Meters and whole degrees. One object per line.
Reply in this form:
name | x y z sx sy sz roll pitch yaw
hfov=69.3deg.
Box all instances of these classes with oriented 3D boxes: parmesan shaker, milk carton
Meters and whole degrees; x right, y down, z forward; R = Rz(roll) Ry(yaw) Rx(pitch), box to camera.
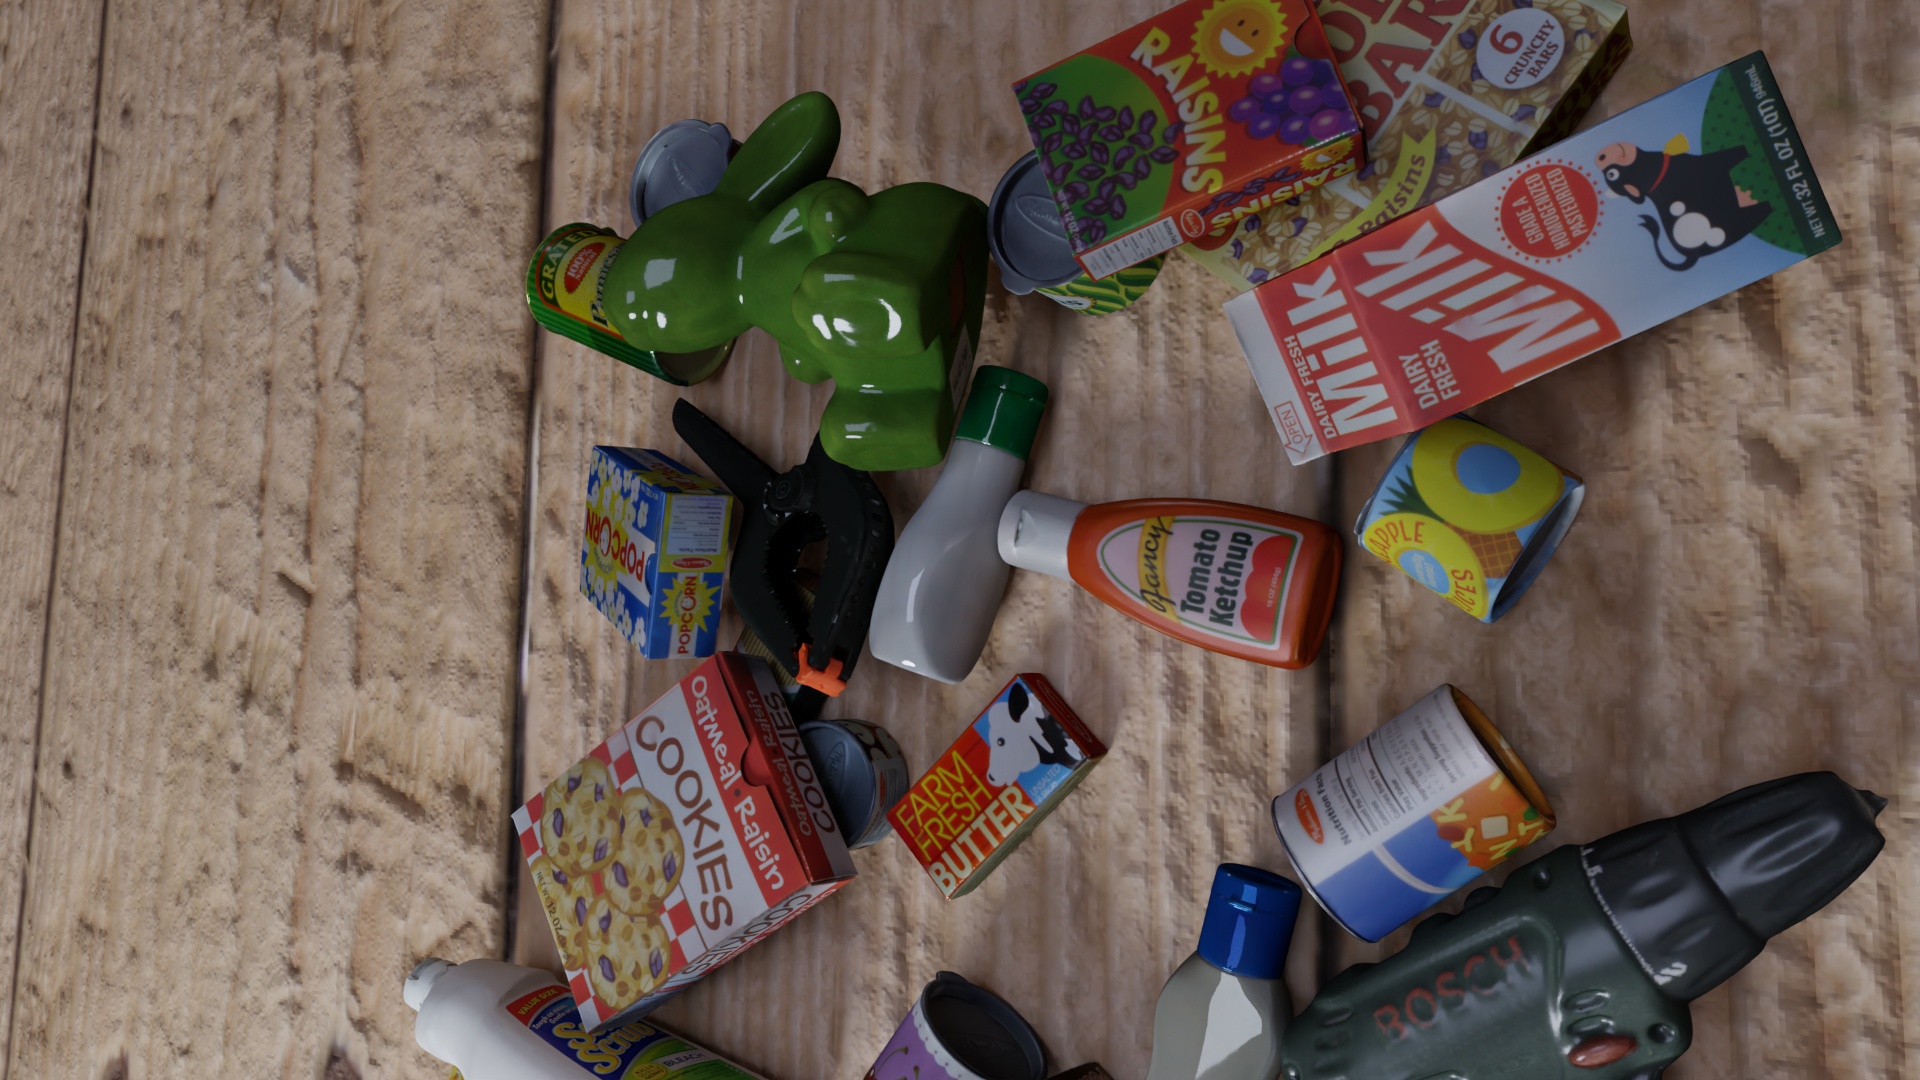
parmesan shaker | -0.181 -0.134 0.773 0.103 0.071 0.071 24 96 30
milk carton | 0.198 -0.097 0.509 0.190 0.073 0.072 -24 95 13

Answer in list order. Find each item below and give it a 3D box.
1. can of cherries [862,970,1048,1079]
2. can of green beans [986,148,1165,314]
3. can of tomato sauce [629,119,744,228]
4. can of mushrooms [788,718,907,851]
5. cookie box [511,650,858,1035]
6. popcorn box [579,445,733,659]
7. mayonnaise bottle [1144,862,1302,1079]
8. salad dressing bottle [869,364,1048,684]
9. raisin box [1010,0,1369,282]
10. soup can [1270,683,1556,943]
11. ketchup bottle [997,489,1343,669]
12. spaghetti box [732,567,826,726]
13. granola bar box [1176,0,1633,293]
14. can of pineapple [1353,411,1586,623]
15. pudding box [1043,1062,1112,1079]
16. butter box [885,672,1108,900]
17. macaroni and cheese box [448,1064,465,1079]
can of cherries | -0.005 0.240 0.625 0.071 0.071 0.058 39 105 28
can of green beans | 0.054 -0.142 0.640 0.071 0.058 0.071 -4 82 30
can of tomato sauce | -0.120 -0.177 0.731 0.071 0.083 0.071 -4 82 30
can of mushrooms | -0.063 0.121 0.691 0.071 0.033 0.071 -3 83 30
cookie box | -0.142 0.151 0.692 0.167 0.040 0.123 -37 66 24
popcorn box | -0.161 0.003 0.724 0.127 0.038 0.085 25 109 57
mayonnaise bottle | 0.107 0.211 0.576 0.065 0.041 0.148 14 90 30
salad dressing bottle | 0.002 -0.008 0.655 0.044 0.064 0.147 15 83 41
raisin box | 0.093 -0.172 0.572 0.123 0.040 0.086 -21 74 14
soup can | 0.175 0.106 0.537 0.083 0.071 0.071 -40 66 20
ketchup bottle | 0.088 0.009 0.610 0.149 0.043 0.064 14 92 31
spaghetti box | -0.128 0.133 0.730 0.050 0.029 0.249 34 101 30
granola bar box | 0.175 -0.169 0.584 0.124 0.039 0.165 41 105 27
can of pineapple | 0.195 -0.009 0.535 0.058 0.071 0.071 36 103 28
pudding box | 0.034 0.271 0.606 0.030 0.049 0.083 41 104 29
butter box | 0.015 0.115 0.651 0.103 0.024 0.053 -48 64 17
macaroni and cheese box | -0.220 0.362 0.749 0.166 0.040 0.123 17 93 31
